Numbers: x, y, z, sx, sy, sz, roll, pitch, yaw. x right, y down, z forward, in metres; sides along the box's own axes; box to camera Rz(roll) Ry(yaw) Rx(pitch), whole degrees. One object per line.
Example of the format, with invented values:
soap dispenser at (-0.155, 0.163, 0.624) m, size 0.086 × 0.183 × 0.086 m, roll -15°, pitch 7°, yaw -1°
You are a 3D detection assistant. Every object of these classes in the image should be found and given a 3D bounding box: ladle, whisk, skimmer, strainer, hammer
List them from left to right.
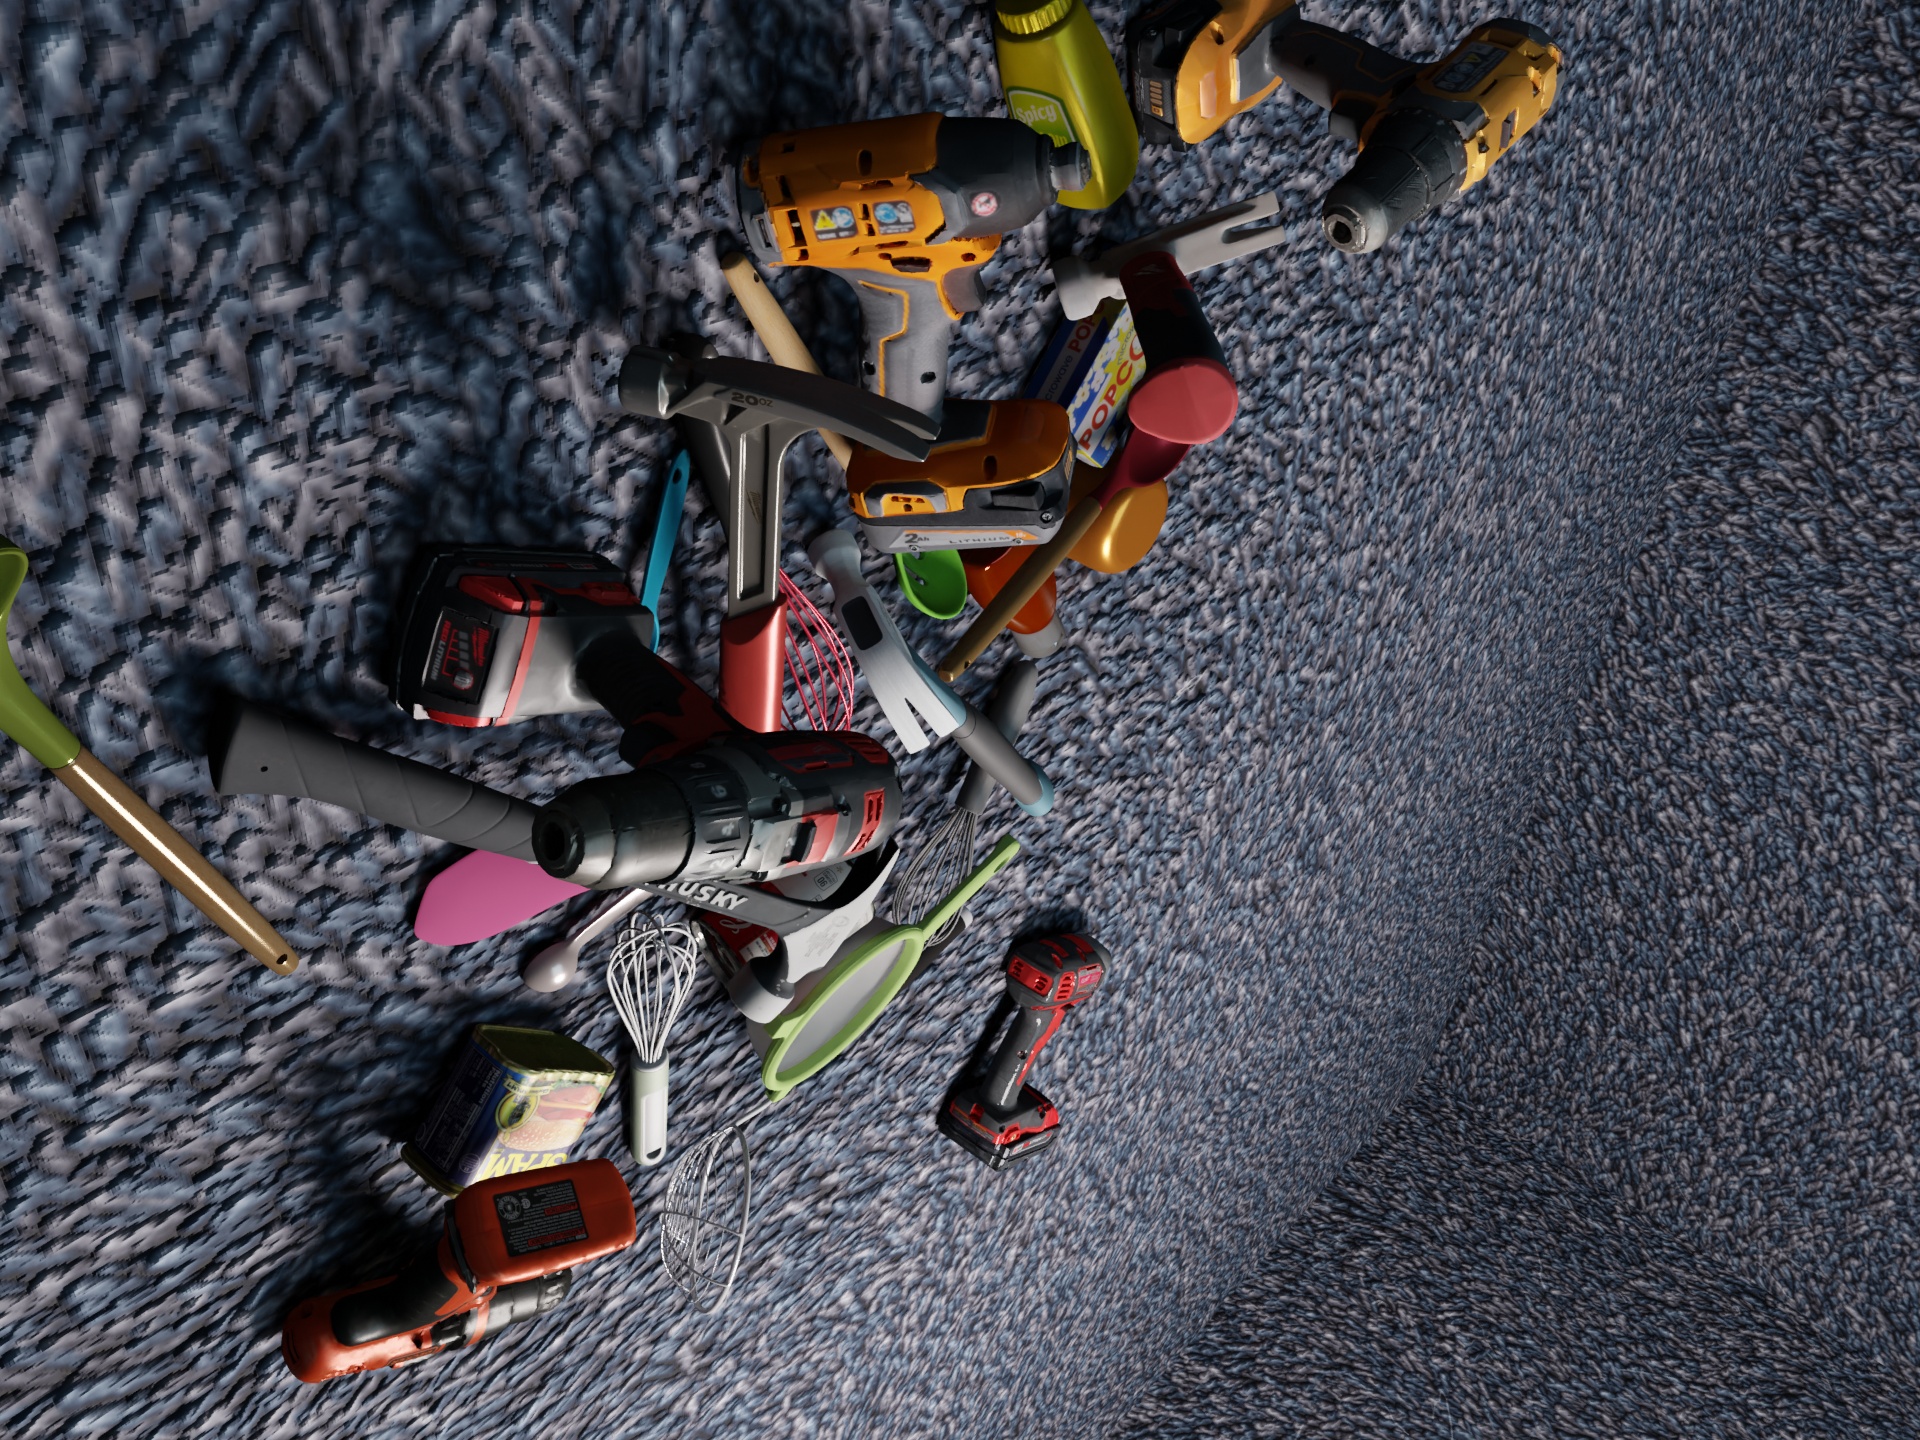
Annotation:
ladle at (-0.337, 0.034, 0.634) m, size 0.078 × 0.062 × 0.319 m, roll -46°, pitch 151°, yaw -21°
hammer at (-0.191, 0.065, 0.817) m, size 0.149 × 0.036 × 0.408 m, roll -47°, pitch 140°, yaw 13°
whisk at (-0.199, 0.211, 1.021) m, size 0.058 × 0.059 × 0.246 m, roll -21°, pitch 140°, yaw -31°
whisk at (-0.111, -0.081, 0.873) m, size 0.073 × 0.073 × 0.295 m, roll -42°, pitch 141°, yaw -28°
hammer at (-0.102, -0.029, 0.846) m, size 0.358 × 0.149 × 0.037 m, roll 99°, pitch 9°, yaw -45°
skimmer at (-0.093, 0.280, 1.203) m, size 0.363 × 0.090 × 0.127 m, roll -41°, pitch -179°, yaw -33°
strainer at (-0.064, 0.150, 1.134) m, size 0.256 × 0.069 × 0.151 m, roll -41°, pitch 161°, yaw -26°
hammer at (-0.002, -0.003, 1.045) m, size 0.033 × 0.128 × 0.330 m, roll -30°, pitch 152°, yaw 9°
whisk at (0.007, 0.065, 1.204) m, size 0.055 × 0.055 × 0.239 m, roll 13°, pitch 102°, yaw -60°
ladle at (0.073, -0.123, 1.024) m, size 0.315 × 0.031 × 0.069 m, roll -50°, pitch 146°, yaw -36°
hammer at (0.121, -0.215, 0.822) m, size 0.387 × 0.143 × 0.038 m, roll -85°, pitch 156°, yaw -65°

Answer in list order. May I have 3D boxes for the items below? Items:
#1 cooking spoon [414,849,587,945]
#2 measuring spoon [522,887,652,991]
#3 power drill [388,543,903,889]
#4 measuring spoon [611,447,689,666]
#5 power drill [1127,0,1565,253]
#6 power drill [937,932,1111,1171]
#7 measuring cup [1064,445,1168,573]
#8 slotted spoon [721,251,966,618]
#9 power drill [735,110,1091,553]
cooking spoon at (-0.186, 0.085, 0.949) m, size 0.318 × 0.017 × 0.068 m, roll -8°, pitch 127°, yaw -54°
measuring spoon at (-0.201, 0.119, 0.934) m, size 0.124 × 0.018 × 0.034 m, roll -39°, pitch 158°, yaw -12°
power drill at (-0.157, 0.002, 0.701) m, size 0.188 × 0.227 × 0.080 m, roll -7°, pitch 123°, yaw -55°
measuring spoon at (-0.167, -0.082, 0.832) m, size 0.042 × 0.021 × 0.128 m, roll -8°, pitch 116°, yaw -70°
power drill at (0.203, -0.355, 0.920) m, size 0.185 × 0.226 × 0.084 m, roll -46°, pitch 148°, yaw -22°
power drill at (0.072, 0.301, 1.495) m, size 0.143 × 0.079 × 0.219 m, roll -1°, pitch 115°, yaw -57°
measuring cup at (0.124, -0.186, 1.136) m, size 0.095 × 0.052 × 0.173 m, roll -13°, pitch 129°, yaw -52°
slotted spoon at (-0.061, -0.153, 0.906) m, size 0.313 × 0.031 × 0.070 m, roll 55°, pitch 34°, yaw -55°
power drill at (-0.003, -0.194, 0.798) m, size 0.226 × 0.164 × 0.084 m, roll 72°, pitch 22°, yaw -44°
